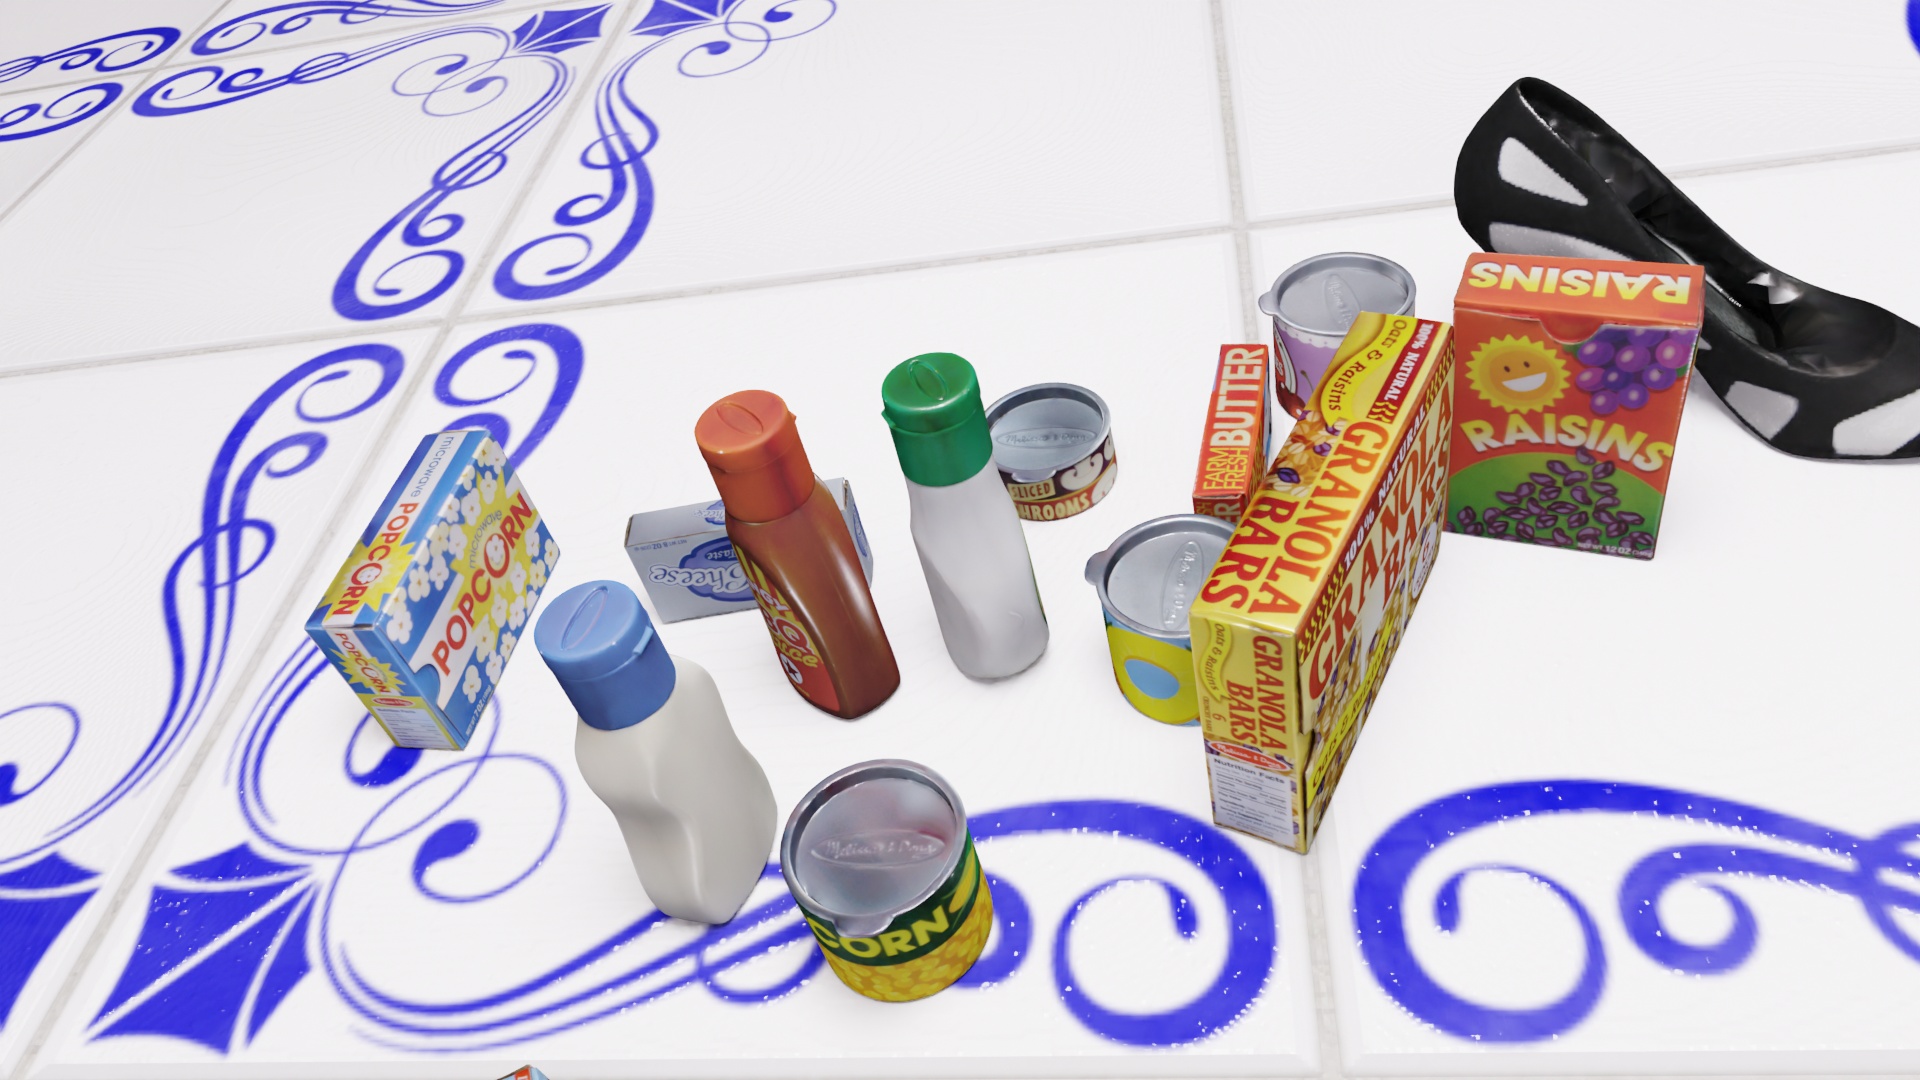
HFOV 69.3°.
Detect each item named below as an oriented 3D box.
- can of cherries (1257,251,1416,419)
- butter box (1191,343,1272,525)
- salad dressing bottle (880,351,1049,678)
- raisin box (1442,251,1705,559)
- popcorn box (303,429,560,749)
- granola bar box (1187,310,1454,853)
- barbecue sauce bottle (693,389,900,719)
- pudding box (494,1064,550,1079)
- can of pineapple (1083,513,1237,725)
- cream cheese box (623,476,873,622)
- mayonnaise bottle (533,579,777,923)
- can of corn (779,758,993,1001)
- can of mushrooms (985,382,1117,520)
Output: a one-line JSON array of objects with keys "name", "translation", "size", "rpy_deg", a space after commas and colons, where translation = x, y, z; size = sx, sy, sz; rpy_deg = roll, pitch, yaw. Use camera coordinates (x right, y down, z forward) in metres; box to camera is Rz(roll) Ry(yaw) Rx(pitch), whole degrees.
[{"name": "can of cherries", "translation": [0.180, -0.096, 0.665], "size": [0.071, 0.058, 0.072], "rpy_deg": [-8, 44, 8]}, {"name": "butter box", "translation": [0.124, -0.037, 0.624], "size": [0.024, 0.053, 0.104], "rpy_deg": [2, 46, 18]}, {"name": "salad dressing bottle", "translation": [0.002, -0.007, 0.558], "size": [0.044, 0.147, 0.064], "rpy_deg": [-25, 44, -10]}, {"name": "raisin box", "translation": [0.241, -0.052, 0.556], "size": [0.086, 0.122, 0.040], "rpy_deg": [10, 49, 25]}, {"name": "popcorn box", "translation": [-0.238, 0.021, 0.641], "size": [0.038, 0.084, 0.127], "rpy_deg": [-2, 45, 14]}, {"name": "granola bar box", "translation": [0.139, 0.013, 0.516], "size": [0.039, 0.123, 0.166], "rpy_deg": [15, 51, 28]}, {"name": "barbecue sauce bottle", "translation": [-0.067, 0.006, 0.562], "size": [0.044, 0.147, 0.065], "rpy_deg": [-36, 47, -21]}, {"name": "pudding box", "translation": [-0.131, 0.215, 0.437], "size": [0.030, 0.049, 0.084], "rpy_deg": [-23, 44, -8]}, {"name": "can of pineapple", "translation": [0.089, 0.031, 0.559], "size": [0.071, 0.057, 0.071], "rpy_deg": [-8, 44, 8]}, {"name": "cream cheese box", "translation": [-0.096, 0.005, 0.641], "size": [0.104, 0.053, 0.024], "rpy_deg": [-10, 43, 6]}, {"name": "mayonnaise bottle", "translation": [-0.108, 0.076, 0.502], "size": [0.041, 0.147, 0.065], "rpy_deg": [4, 46, 19]}, {"name": "can of corn", "translation": [-0.025, 0.124, 0.496], "size": [0.071, 0.058, 0.071], "rpy_deg": [-8, 44, 8]}, {"name": "can of mushrooms", "translation": [0.041, -0.041, 0.665], "size": [0.071, 0.033, 0.071], "rpy_deg": [-8, 44, 8]}]
